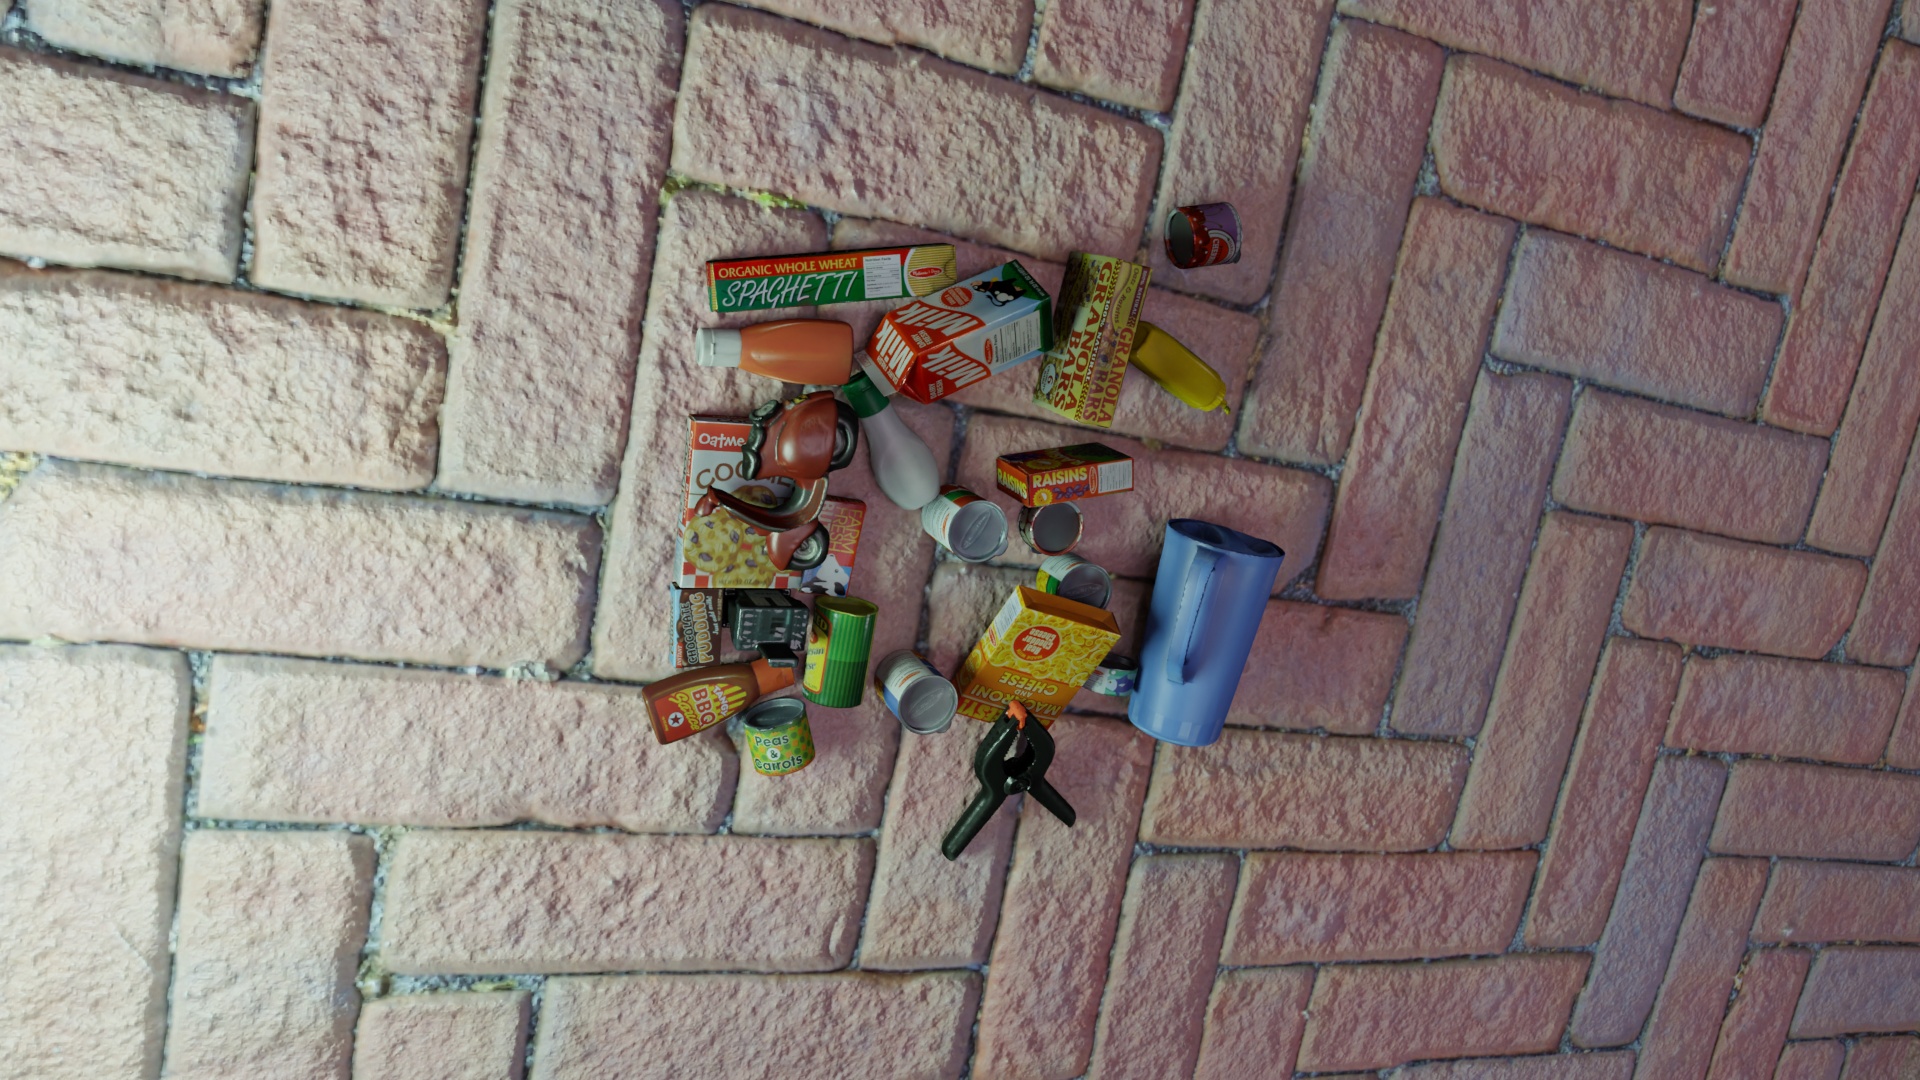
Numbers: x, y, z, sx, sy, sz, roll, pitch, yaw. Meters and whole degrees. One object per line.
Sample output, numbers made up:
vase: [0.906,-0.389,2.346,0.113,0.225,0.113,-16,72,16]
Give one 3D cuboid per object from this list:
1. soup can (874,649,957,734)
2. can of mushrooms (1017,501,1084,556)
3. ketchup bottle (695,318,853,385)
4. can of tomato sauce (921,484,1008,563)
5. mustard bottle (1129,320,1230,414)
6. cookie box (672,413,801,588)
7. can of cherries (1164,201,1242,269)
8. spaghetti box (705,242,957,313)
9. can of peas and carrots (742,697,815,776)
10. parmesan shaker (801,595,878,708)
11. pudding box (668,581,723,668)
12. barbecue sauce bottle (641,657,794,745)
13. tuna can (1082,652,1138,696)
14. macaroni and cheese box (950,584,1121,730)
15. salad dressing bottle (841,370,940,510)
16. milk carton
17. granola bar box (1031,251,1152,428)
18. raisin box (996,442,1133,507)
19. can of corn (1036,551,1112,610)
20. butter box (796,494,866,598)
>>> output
soup can: [-0.047,0.162,1.472,0.071,0.084,0.071,-6,107,-20]
can of mushrooms: [0.099,-0.015,1.512,0.071,0.033,0.070,-6,106,-21]
ketchup bottle: [-0.180,-0.185,1.347,0.149,0.043,0.064,0,103,-22]
can of tomato sauce: [0.005,-0.018,1.445,0.071,0.083,0.071,-6,107,-21]
mustard bottle: [0.243,-0.181,1.512,0.160,0.065,0.048,30,97,-32]
cookie box: [-0.214,-0.038,1.375,0.123,0.040,0.167,2,104,-24]
can of cherries: [0.258,-0.322,1.474,0.058,0.071,0.071,-10,108,-19]
spaghetti box: [-0.124,-0.258,1.358,0.251,0.029,0.050,-9,107,-20]
can of peas and carrots: [-0.187,0.204,1.433,0.071,0.071,0.058,-16,111,-17]
parmesan shaker: [-0.124,0.115,1.434,0.071,0.071,0.102,5,102,-23]
pudding box: [-0.266,0.083,1.391,0.050,0.030,0.083,0,104,-21]
barbecue sauce bottle: [-0.244,0.154,1.412,0.149,0.044,0.064,-19,117,-17]
tuna can: [0.166,0.150,1.567,0.071,0.071,0.032,7,102,-23]
macaroni and cheese box: [0.076,0.133,1.501,0.124,0.040,0.165,17,123,-25]
salad dressing bottle: [-0.072,-0.103,1.414,0.064,0.044,0.147,-31,112,-10]
milk carton: [-0.007,-0.201,1.384,0.191,0.072,0.073,-26,143,-15]
granola bar box: [0.134,-0.207,1.424,0.039,0.124,0.165,10,100,-23]
raisin box: [0.110,-0.071,1.472,0.124,0.086,0.040,-10,110,-20]
can of corn: [0.124,0.052,1.526,0.071,0.058,0.071,-6,106,-21]
butter box: [-0.134,0.006,1.428,0.053,0.024,0.103,9,100,-23]
